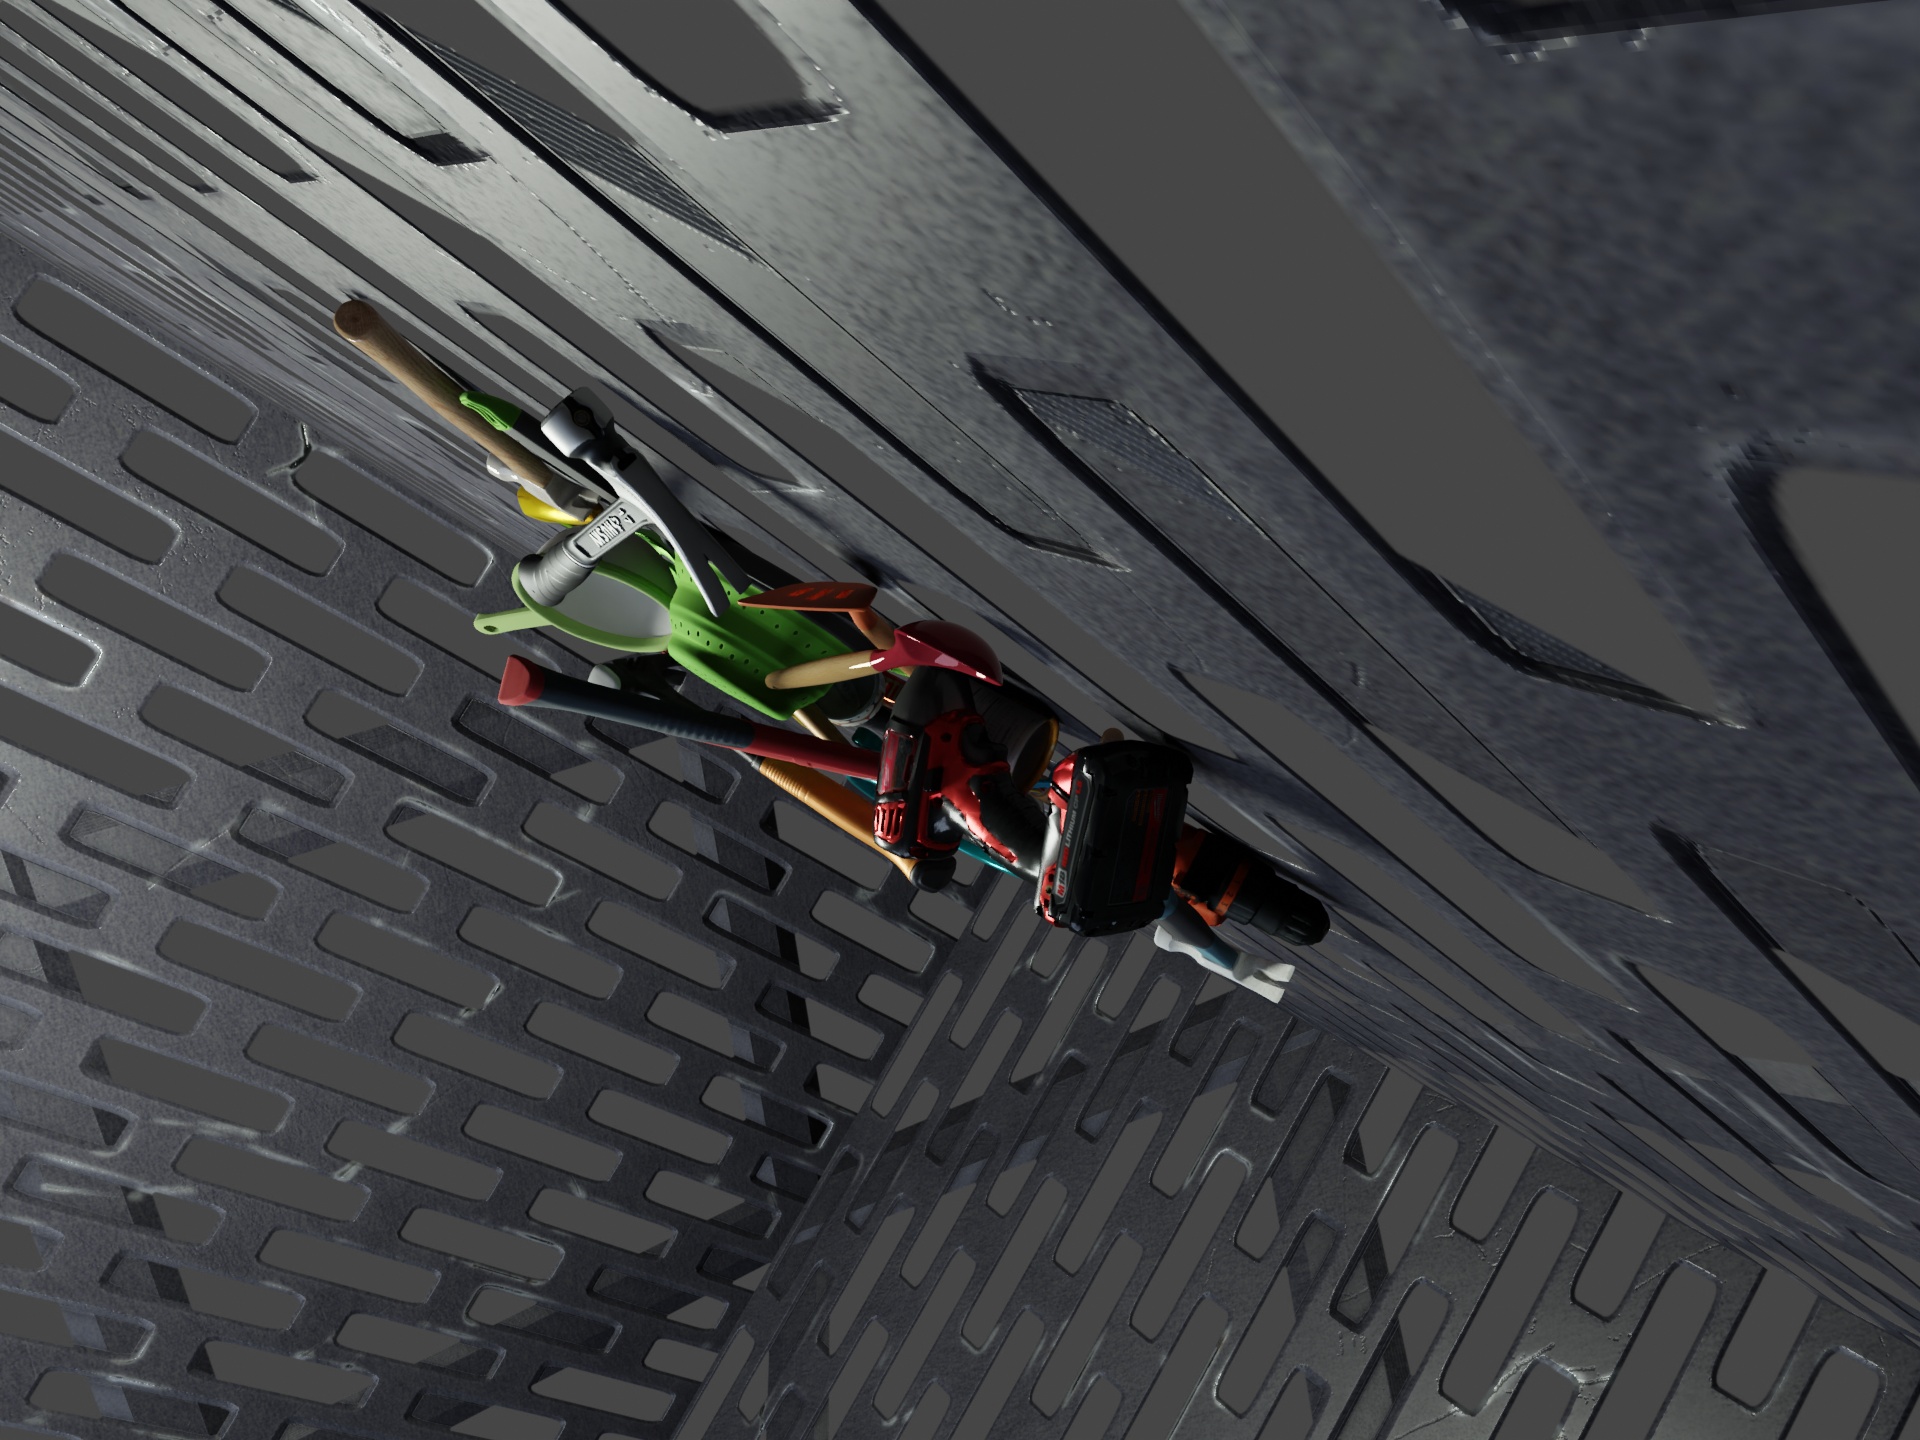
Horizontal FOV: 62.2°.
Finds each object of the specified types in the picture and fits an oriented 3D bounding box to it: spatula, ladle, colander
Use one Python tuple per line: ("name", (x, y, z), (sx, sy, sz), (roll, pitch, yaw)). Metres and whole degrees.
("spatula", (-0.060, -0.054, 1.088), (0.081, 0.041, 0.322), (4, 169, 13))
("ladle", (-0.063, -0.036, 1.039), (0.069, 0.031, 0.315), (29, 164, -25))
("colander", (-0.219, -0.103, 1.202), (0.396, 0.094, 0.205), (34, 174, -30))

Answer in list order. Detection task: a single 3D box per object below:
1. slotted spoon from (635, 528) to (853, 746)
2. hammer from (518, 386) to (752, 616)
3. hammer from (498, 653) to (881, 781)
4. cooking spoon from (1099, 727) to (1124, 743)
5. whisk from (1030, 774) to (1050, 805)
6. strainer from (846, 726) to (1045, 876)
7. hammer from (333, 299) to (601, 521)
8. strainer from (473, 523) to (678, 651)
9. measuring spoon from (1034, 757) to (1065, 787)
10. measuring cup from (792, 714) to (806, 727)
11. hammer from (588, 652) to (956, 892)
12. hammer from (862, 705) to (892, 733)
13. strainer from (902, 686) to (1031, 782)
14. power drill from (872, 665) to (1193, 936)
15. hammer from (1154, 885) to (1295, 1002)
("slotted spoon", (-0.183, -0.062, 1.349), (0.314, 0.031, 0.070), (45, 158, 19))
("hammer", (-0.249, -0.115, 1.080), (0.149, 0.036, 0.409), (47, 161, -14))
("hammer", (-0.154, 0.014, 1.212), (0.386, 0.038, 0.143), (14, 177, -15))
("cooking spoon", (0.101, 0.042, 1.144), (0.318, 0.069, 0.017), (80, 175, -79))
("whisk", (0.063, 0.050, 1.411), (0.047, 0.051, 0.244), (51, -171, 27))
("strainer", (-0.015, 0.041, 1.453), (0.211, 0.095, 0.340), (25, 169, 24))
("hammer", (-0.370, -0.228, 1.211), (0.130, 0.031, 0.331), (29, 174, 15))
("strainer", (-0.333, -0.117, 1.370), (0.256, 0.069, 0.151), (-5, 150, 41))
("measuring spoon", (0.051, 0.038, 1.181), (0.128, 0.021, 0.042), (-1, 164, -37))
("measuring cup", (-0.180, -0.060, 1.608), (0.156, 0.029, 0.062), (55, -162, 3))
("hammer", (-0.143, 0.039, 1.301), (0.337, 0.034, 0.127), (32, -161, 18))
("hammer", (-0.133, -0.027, 1.531), (0.146, 0.035, 0.334), (42, -172, 27))
("strainer", (-0.002, -0.004, 1.237), (0.087, 0.050, 0.259), (-13, -164, -17))
("power drill", (0.032, 0.040, 0.994), (0.078, 0.143, 0.220), (-1, -165, -43))
("hammer", (0.180, 0.164, 1.235), (0.128, 0.033, 0.330), (24, 173, 25))
